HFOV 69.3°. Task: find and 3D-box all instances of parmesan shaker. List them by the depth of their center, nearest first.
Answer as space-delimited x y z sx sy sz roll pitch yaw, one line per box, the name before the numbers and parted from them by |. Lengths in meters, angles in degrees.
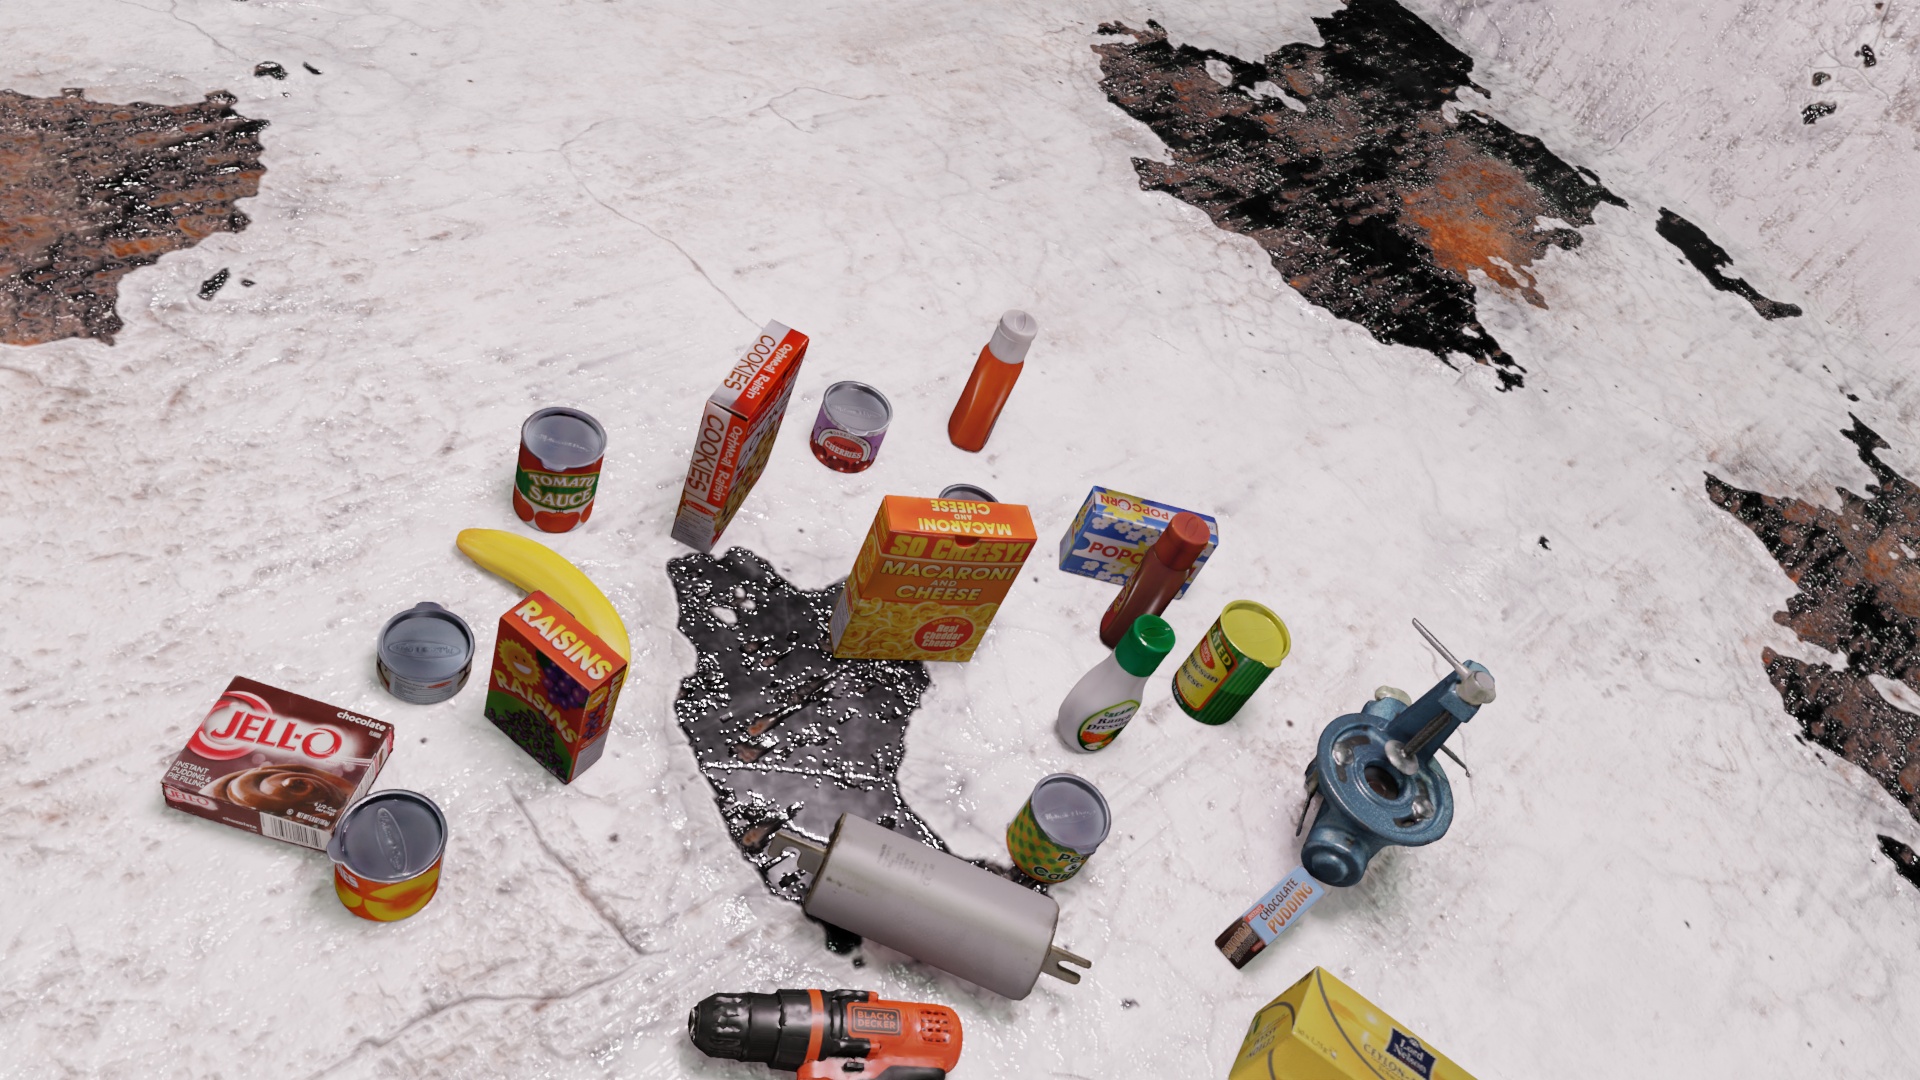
parmesan shaker | 0.236 0.111 1.218 0.071 0.102 0.072 13 46 -14

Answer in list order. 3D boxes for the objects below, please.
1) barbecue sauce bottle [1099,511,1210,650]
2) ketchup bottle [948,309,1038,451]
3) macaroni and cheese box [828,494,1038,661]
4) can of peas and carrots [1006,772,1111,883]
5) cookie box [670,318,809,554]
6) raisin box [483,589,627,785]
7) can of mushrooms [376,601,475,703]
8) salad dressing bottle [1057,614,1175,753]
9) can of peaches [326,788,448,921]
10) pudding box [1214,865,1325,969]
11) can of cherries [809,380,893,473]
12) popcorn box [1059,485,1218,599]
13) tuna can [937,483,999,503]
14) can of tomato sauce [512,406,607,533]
barbecue sauce bottle | 0.172 0.036 1.224 0.044 0.147 0.065 30 45 3
ketchup bottle | 0.031 -0.156 1.332 0.043 0.148 0.065 19 45 -8
macaroni and cheese box | -0.025 0.035 1.122 0.124 0.165 0.040 4 49 -22
can of peas and carrots | 0.076 0.225 1.073 0.071 0.058 0.071 13 46 -14
cookie box | -0.184 -0.086 1.158 0.040 0.166 0.123 26 45 -1
raisin box | -0.284 0.104 0.972 0.086 0.122 0.040 38 46 11
can of mushrooms | -0.388 0.082 1.008 0.071 0.033 0.071 13 46 -14
salad dressing bottle | 0.127 0.117 1.131 0.064 0.146 0.044 -4 52 -28
can of peaches | -0.368 0.203 0.891 0.071 0.057 0.071 13 46 -14
pudding box | 0.244 0.295 1.092 0.084 0.049 0.030 -26 64 -39
can of cherries | -0.103 -0.103 1.288 0.071 0.058 0.072 13 46 -14
popcorn box | 0.166 0.003 1.295 0.127 0.084 0.038 14 46 -12
tuna can | 0.005 -0.016 1.276 0.071 0.032 0.071 13 46 -14
can of tomato sauce | -0.326 -0.055 1.125 0.071 0.082 0.071 13 46 -14
